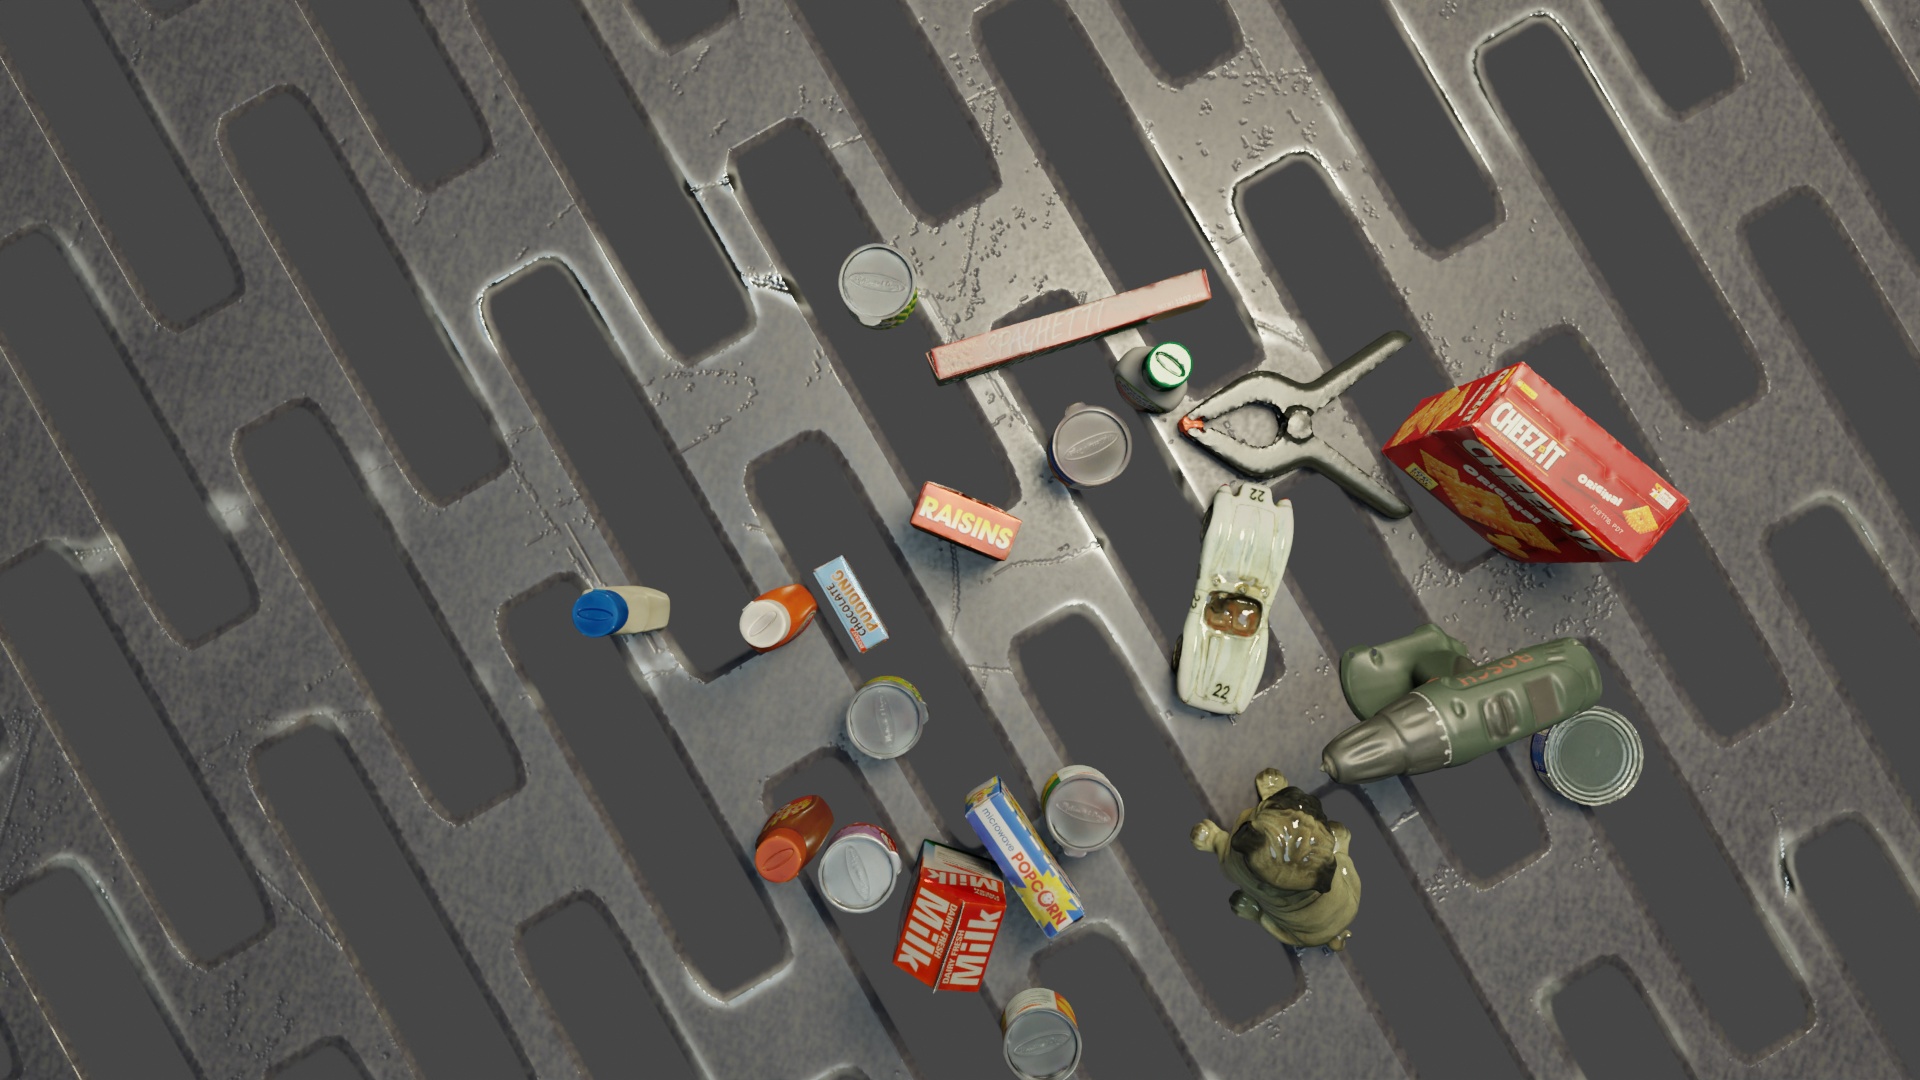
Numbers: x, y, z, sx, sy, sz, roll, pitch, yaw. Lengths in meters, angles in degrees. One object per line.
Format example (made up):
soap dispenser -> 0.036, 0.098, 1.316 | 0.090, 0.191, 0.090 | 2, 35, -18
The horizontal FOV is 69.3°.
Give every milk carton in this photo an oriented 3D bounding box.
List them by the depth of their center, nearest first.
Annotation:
milk carton -> -0.009, 0.304, 1.122 | 0.073, 0.190, 0.072 | 18, 89, 0

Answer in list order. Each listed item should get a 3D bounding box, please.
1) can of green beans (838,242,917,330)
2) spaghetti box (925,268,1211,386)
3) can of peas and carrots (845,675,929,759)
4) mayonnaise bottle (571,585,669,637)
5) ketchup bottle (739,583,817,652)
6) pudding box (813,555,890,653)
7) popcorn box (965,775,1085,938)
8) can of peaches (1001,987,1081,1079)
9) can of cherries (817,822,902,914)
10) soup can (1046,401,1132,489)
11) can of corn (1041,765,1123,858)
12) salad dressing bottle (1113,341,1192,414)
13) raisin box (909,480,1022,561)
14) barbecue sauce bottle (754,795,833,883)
can of green beans -> -0.071, -0.219, 1.202 | 0.071, 0.058, 0.071 | 0, 89, 0
spaghetti box -> 0.093, -0.184, 1.207 | 0.250, 0.050, 0.028 | -17, 89, -1
can of peas and carrots -> -0.061, 0.150, 1.192 | 0.071, 0.058, 0.071 | 0, 89, 0
mayonnaise bottle -> -0.284, 0.059, 1.147 | 0.065, 0.148, 0.041 | 4, 89, 0
ketchup bottle -> -0.155, 0.065, 1.148 | 0.065, 0.149, 0.043 | -43, 90, -1
pudding box -> -0.093, 0.054, 1.199 | 0.030, 0.049, 0.083 | -30, 89, -1
popcorn box -> 0.053, 0.266, 1.177 | 0.038, 0.085, 0.126 | -34, 89, -1
can of peaches -> 0.068, 0.425, 1.186 | 0.071, 0.058, 0.071 | 0, 89, 0
can of cherries -> -0.084, 0.279, 1.188 | 0.071, 0.058, 0.071 | 0, 89, 0
soup can -> 0.108, -0.080, 1.187 | 0.071, 0.084, 0.071 | 0, 89, 0
can of corn -> 0.103, 0.231, 1.191 | 0.071, 0.058, 0.071 | 0, 89, 0
salad dressing bottle -> 0.163, -0.137, 1.157 | 0.064, 0.147, 0.044 | 39, 89, 0
raisin box -> 0.004, -0.015, 1.165 | 0.086, 0.123, 0.040 | 23, 89, 0
barbecue sauce bottle -> -0.141, 0.248, 1.143 | 0.065, 0.148, 0.043 | -32, 89, -1
